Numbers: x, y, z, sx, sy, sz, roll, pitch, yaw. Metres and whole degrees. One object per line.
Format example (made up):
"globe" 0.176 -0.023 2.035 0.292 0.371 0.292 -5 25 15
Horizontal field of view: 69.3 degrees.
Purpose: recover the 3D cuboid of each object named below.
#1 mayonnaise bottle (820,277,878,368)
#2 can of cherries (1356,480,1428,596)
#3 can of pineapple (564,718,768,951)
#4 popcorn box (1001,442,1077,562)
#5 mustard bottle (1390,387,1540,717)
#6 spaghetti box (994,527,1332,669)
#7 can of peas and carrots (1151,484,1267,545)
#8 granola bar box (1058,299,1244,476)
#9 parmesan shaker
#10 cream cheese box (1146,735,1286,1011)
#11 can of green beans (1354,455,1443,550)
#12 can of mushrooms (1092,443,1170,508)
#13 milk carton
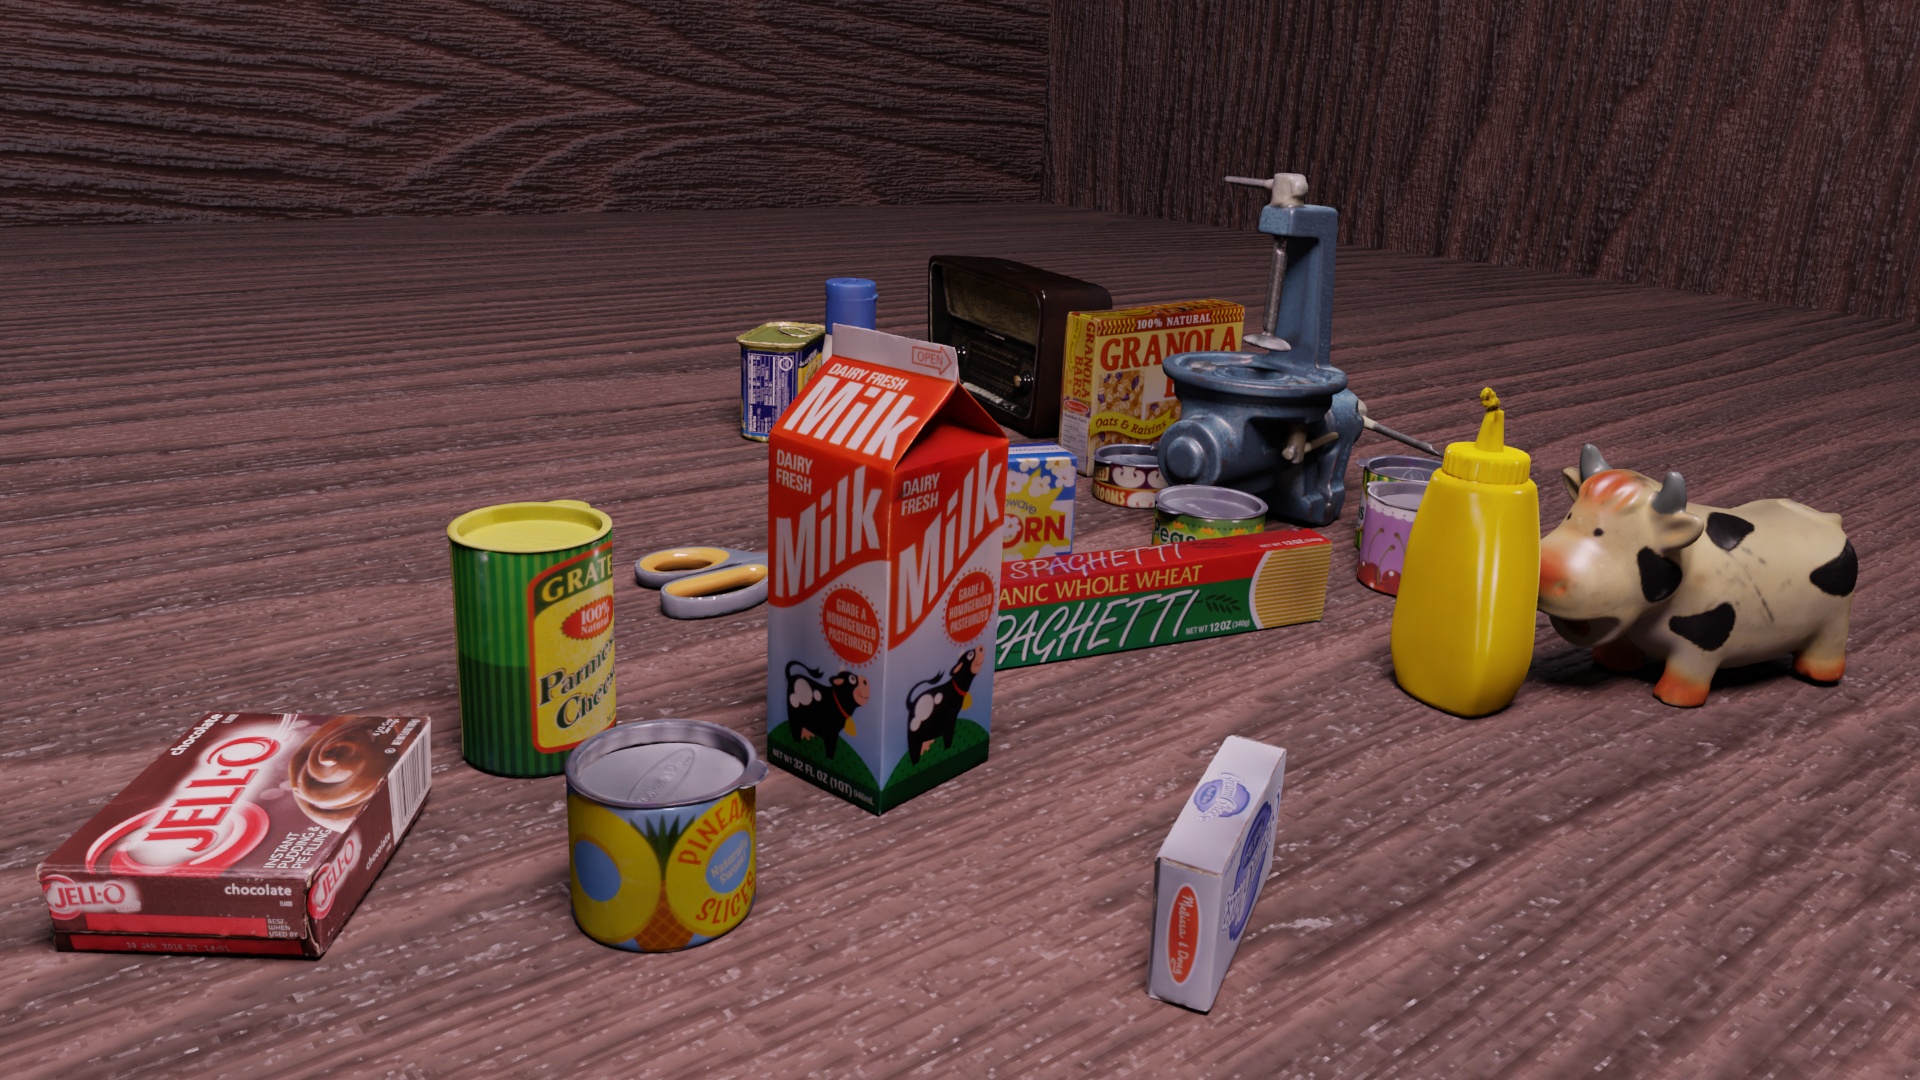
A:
"mayonnaise bottle" -0.082 -0.115 1.013 0.041 0.147 0.065 5 18 7
"can of cherries" 0.281 -0.001 0.861 0.071 0.058 0.072 2 18 -1
"can of pineapple" -0.104 0.104 0.493 0.071 0.057 0.071 2 18 -1
"popcorn box" 0.003 -0.010 0.808 0.127 0.085 0.038 -4 19 -19
"mustard bottle" 0.253 0.004 0.681 0.049 0.159 0.065 -8 21 -31
"spaghetti box" 0.092 0.031 0.751 0.251 0.050 0.029 -6 20 -25
"can of peas and carrots" 0.145 0.004 0.827 0.071 0.058 0.071 2 18 -1
"granola bar box" 0.153 -0.125 1.113 0.166 0.123 0.039 -12 23 -37
"parmesan shaker" -0.182 0.041 0.600 0.071 0.102 0.071 2 18 -1
"cream cheese box" 0.092 0.115 0.494 0.024 0.053 0.104 10 20 22
"can of green beans" 0.299 -0.021 0.924 0.071 0.057 0.071 2 18 -1
"can of mushrooms" 0.128 -0.048 1.020 0.071 0.033 0.071 2 18 -1
"milk carton" -0.031 0.008 0.583 0.072 0.189 0.074 17 23 38
